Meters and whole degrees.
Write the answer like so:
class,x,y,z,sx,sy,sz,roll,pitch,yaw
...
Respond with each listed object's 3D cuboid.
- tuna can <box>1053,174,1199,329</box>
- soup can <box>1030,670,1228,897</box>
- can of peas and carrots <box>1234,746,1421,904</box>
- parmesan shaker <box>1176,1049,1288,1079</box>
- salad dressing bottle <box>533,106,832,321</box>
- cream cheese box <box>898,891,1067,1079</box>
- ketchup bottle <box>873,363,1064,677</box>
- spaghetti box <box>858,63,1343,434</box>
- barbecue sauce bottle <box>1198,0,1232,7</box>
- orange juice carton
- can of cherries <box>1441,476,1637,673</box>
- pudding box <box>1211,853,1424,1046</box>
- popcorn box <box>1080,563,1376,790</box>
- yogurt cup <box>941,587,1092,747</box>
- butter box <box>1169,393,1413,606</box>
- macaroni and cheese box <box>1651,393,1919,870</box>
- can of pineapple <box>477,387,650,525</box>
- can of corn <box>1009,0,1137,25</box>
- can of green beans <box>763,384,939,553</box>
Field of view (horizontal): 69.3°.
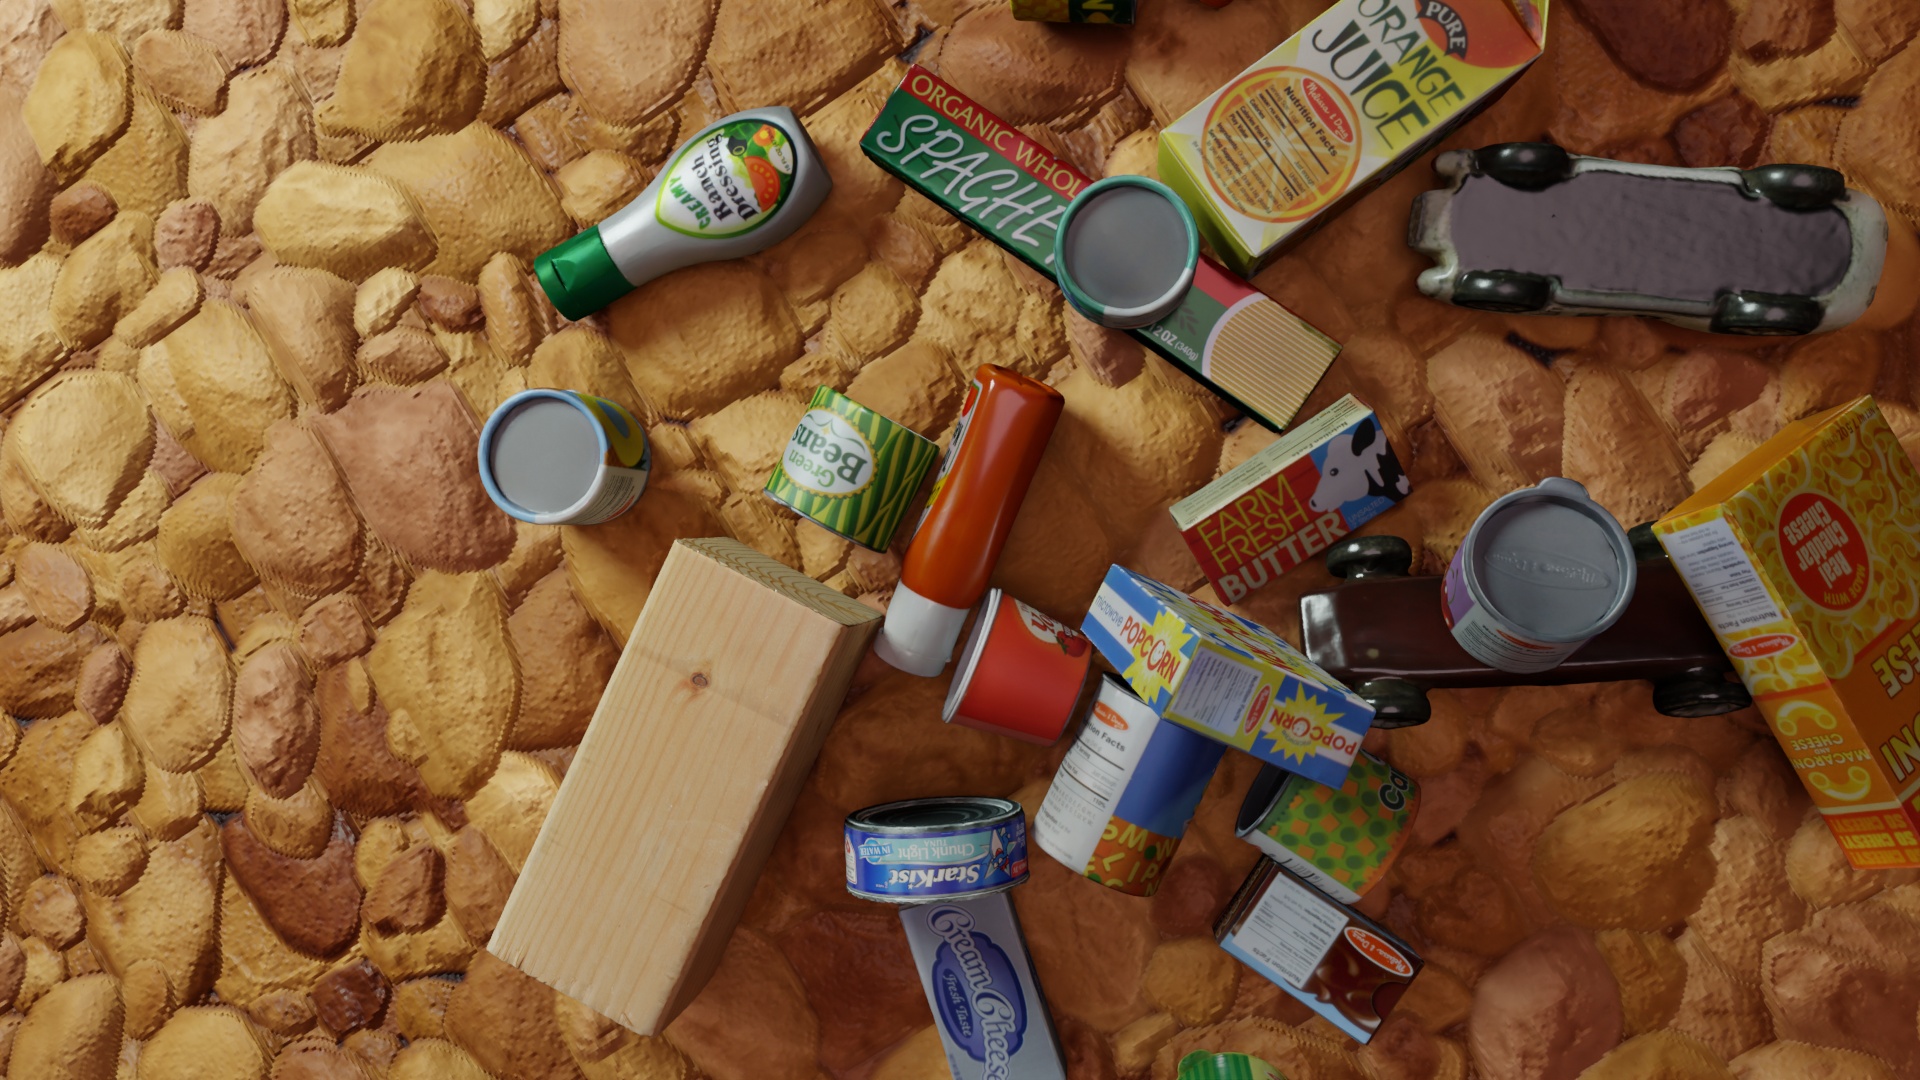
class,x,y,z,sx,sy,sz,roll,pitch,yaw
tuna can,0.074,-0.133,0.633,0.071,0.033,0.071,0,90,5
soup can,0.081,0.114,0.647,0.071,0.071,0.083,25,94,6
can of peas and carrots,0.169,0.121,0.635,0.059,0.071,0.071,32,94,5
parmesan shaker,0.125,0.279,0.622,0.071,0.103,0.071,0,90,7
salad dressing bottle,-0.136,-0.157,0.681,0.147,0.044,0.064,-28,88,6
cream cheese box,0.011,0.217,0.674,0.053,0.024,0.104,-18,88,6
ketchup bottle,0.002,-0.008,0.659,0.043,0.065,0.148,22,101,-1
spaghetti box,0.064,-0.140,0.666,0.250,0.029,0.050,35,93,5
barbecue sauce bottle,0.151,-0.297,0.606,0.044,0.148,0.065,-32,85,-39
orange juice carton,0.188,-0.206,0.631,0.192,0.072,0.073,-36,87,5
can of cherries,0.242,0.016,0.585,0.071,0.058,0.071,-3,71,8
pudding box,0.167,0.191,0.654,0.084,0.030,0.049,33,93,5
popcorn box,0.111,0.055,0.602,0.085,0.127,0.038,23,98,-14
yogurt cup,0.028,0.063,0.654,0.054,0.072,0.072,22,93,-2
butter box,0.153,-0.018,0.648,0.103,0.024,0.053,-33,117,5
macaroni and cheese box,0.387,0.037,0.595,0.124,0.040,0.166,-28,87,-27
can of pineapple,-0.194,-0.042,0.680,0.071,0.058,0.071,0,90,7
can of corn,0.054,-0.275,0.646,0.058,0.071,0.071,4,91,7
can of green beans,-0.051,-0.034,0.660,0.071,0.071,0.058,28,93,6
